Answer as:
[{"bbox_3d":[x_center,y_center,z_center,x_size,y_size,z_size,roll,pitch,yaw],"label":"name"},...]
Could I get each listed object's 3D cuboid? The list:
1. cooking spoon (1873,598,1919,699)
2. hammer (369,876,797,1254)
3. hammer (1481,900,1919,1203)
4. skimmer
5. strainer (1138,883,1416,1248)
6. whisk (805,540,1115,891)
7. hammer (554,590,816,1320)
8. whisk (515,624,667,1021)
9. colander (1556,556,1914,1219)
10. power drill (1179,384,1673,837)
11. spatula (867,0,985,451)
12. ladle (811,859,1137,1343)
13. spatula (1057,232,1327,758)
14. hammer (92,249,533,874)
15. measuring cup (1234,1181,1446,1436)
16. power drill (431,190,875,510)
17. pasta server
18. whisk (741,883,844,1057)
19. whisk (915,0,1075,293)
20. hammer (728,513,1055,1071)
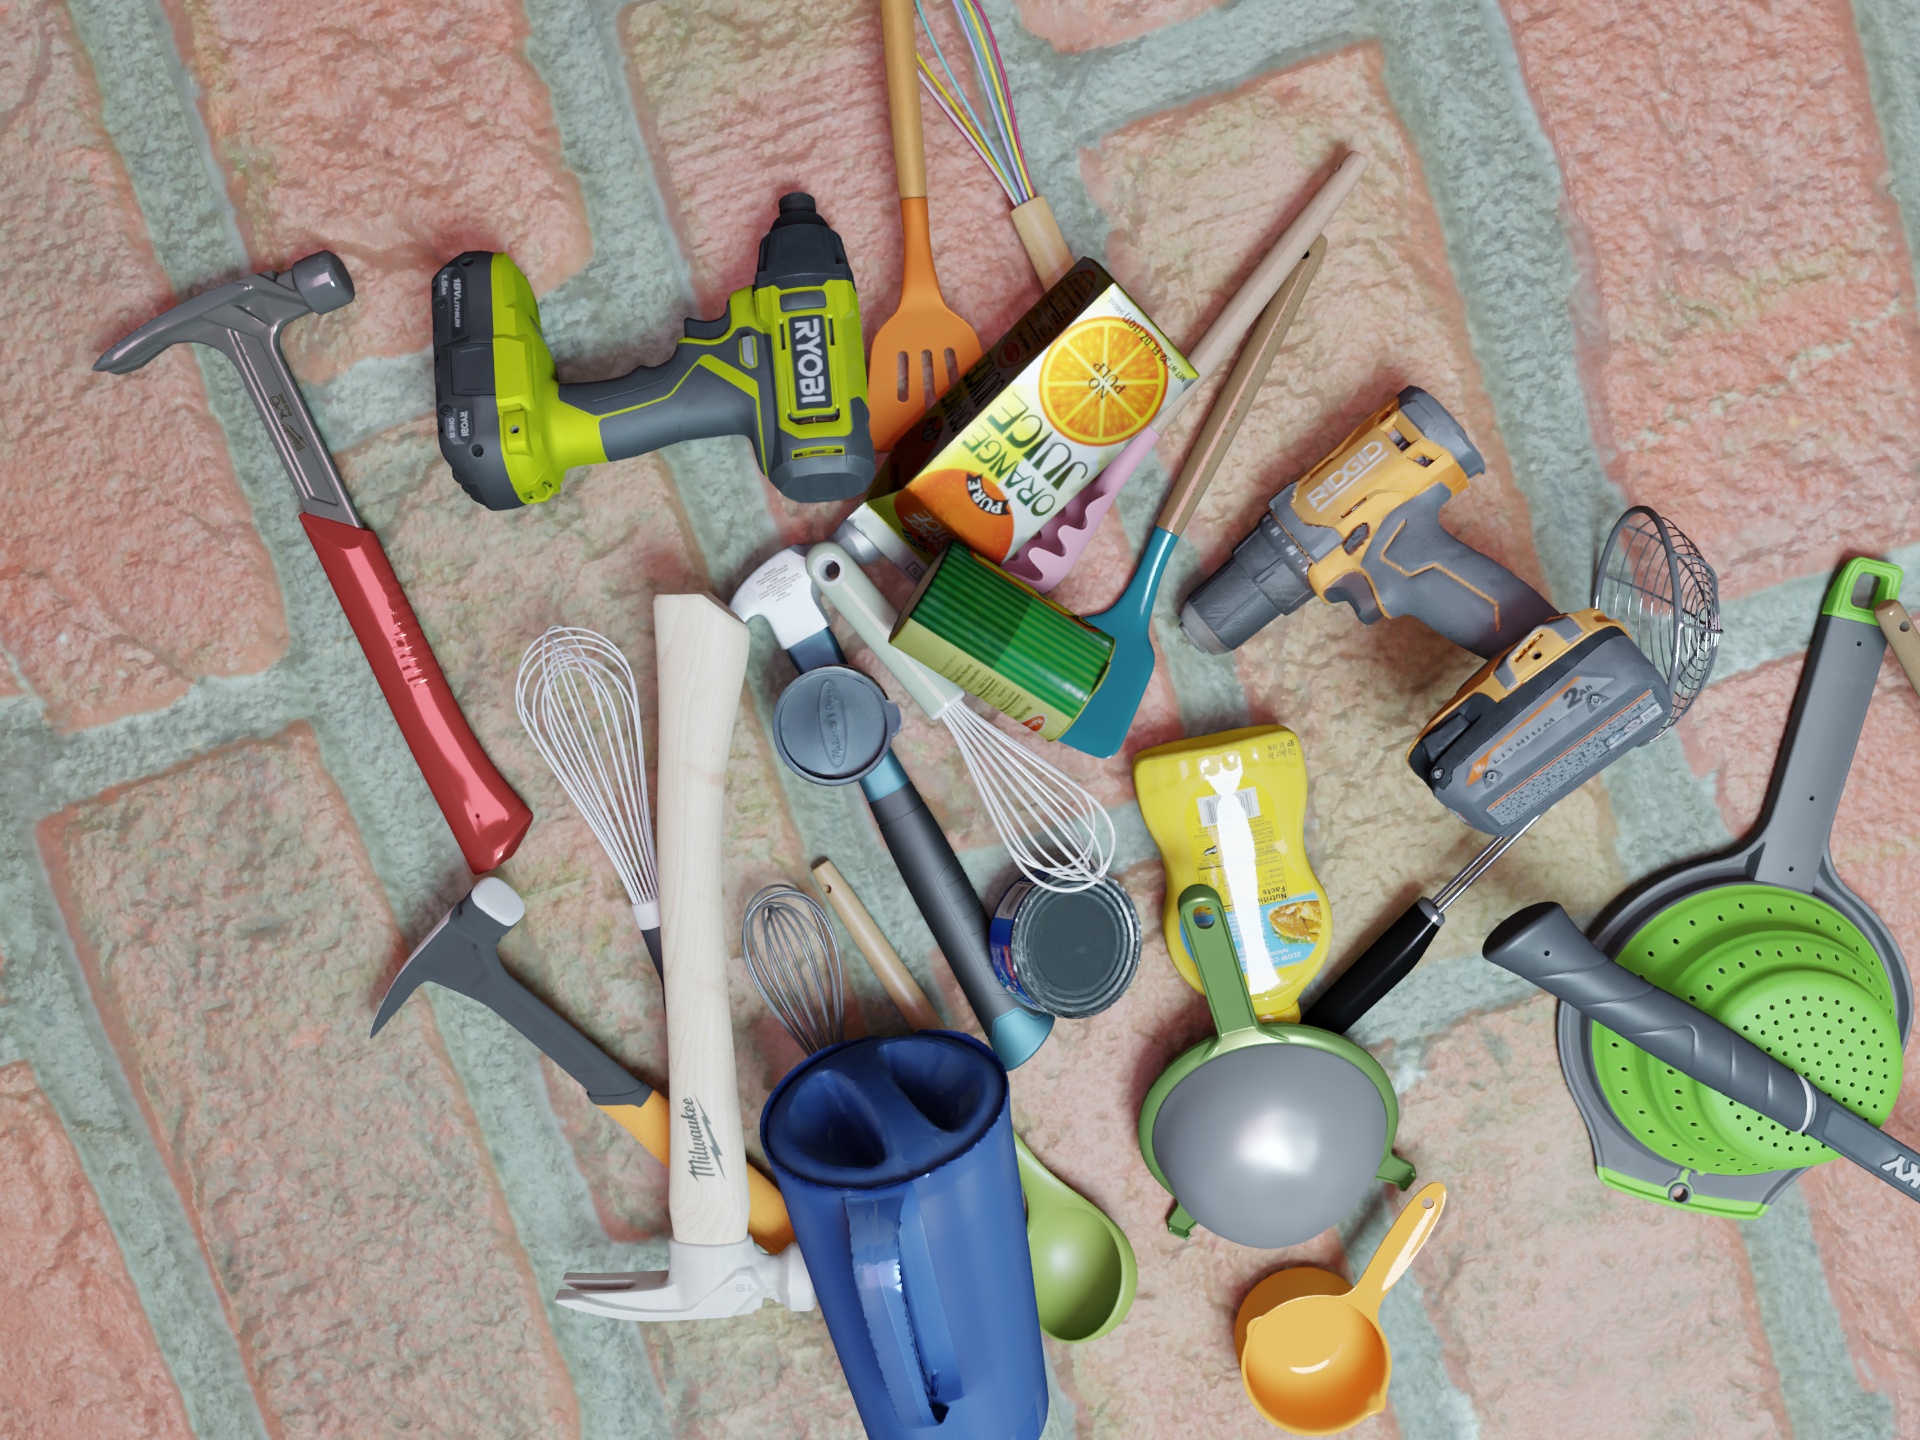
[{"bbox_3d":[0.597,0.060,0.903,0.069,0.017,0.318,-37,103,2],"label":"cooking spoon"},{"bbox_3d":[-0.188,0.240,0.940,0.337,0.034,0.127,42,113,-8],"label":"hammer"},{"bbox_3d":[0.454,0.216,0.840,0.409,0.036,0.149,31,99,-3],"label":"hammer"},{"bbox_3d":[0.285,0.047,0.891,0.090,0.127,0.363,38,106,-8],"label":"skimmer"},{"bbox_3d":[0.163,0.206,0.876,0.151,0.069,0.256,-15,119,9],"label":"strainer"},{"bbox_3d":[-0.001,-0.003,0.880,0.058,0.059,0.246,-41,90,9],"label":"whisk"},{"bbox_3d":[-0.156,0.135,0.879,0.146,0.038,0.410,-1,98,-3],"label":"hammer"},{"bbox_3d":[-0.188,0.080,0.919,0.070,0.070,0.284,-17,101,3],"label":"whisk"},{"bbox_3d":[0.474,0.106,0.890,0.204,0.094,0.397,13,97,-1],"label":"colander"},{"bbox_3d":[0.232,-0.046,0.839,0.185,0.084,0.226,-40,55,15],"label":"power drill"},{"bbox_3d":[-0.028,-0.306,0.857,0.081,0.041,0.322,-4,104,2],"label":"spatula"},{"bbox_3d":[0.001,0.222,0.934,0.078,0.062,0.320,-32,92,30],"label":"ladle"},{"bbox_3d":[0.127,-0.131,0.894,0.082,0.044,0.317,29,95,25],"label":"spatula"},{"bbox_3d":[-0.350,-0.075,0.913,0.149,0.037,0.359,-23,95,4],"label":"hammer"},{"bbox_3d":[0.230,0.337,0.945,0.095,0.052,0.173,33,94,-3],"label":"measuring cup"},{"bbox_3d":[-0.165,-0.199,0.869,0.223,0.080,0.171,-6,79,-2],"label":"power drill"},{"bbox_3d":[0.117,-0.189,0.884,0.040,0.060,0.316,35,97,-25],"label":"pasta server"},{"bbox_3d":[-0.073,0.208,0.940,0.055,0.055,0.239,-18,101,3],"label":"whisk"},{"bbox_3d":[0.026,-0.306,0.881,0.047,0.051,0.245,-22,101,24],"label":"whisk"},{"bbox_3d":[-0.034,0.053,0.924,0.128,0.033,0.331,-27,96,3],"label":"hammer"}]
